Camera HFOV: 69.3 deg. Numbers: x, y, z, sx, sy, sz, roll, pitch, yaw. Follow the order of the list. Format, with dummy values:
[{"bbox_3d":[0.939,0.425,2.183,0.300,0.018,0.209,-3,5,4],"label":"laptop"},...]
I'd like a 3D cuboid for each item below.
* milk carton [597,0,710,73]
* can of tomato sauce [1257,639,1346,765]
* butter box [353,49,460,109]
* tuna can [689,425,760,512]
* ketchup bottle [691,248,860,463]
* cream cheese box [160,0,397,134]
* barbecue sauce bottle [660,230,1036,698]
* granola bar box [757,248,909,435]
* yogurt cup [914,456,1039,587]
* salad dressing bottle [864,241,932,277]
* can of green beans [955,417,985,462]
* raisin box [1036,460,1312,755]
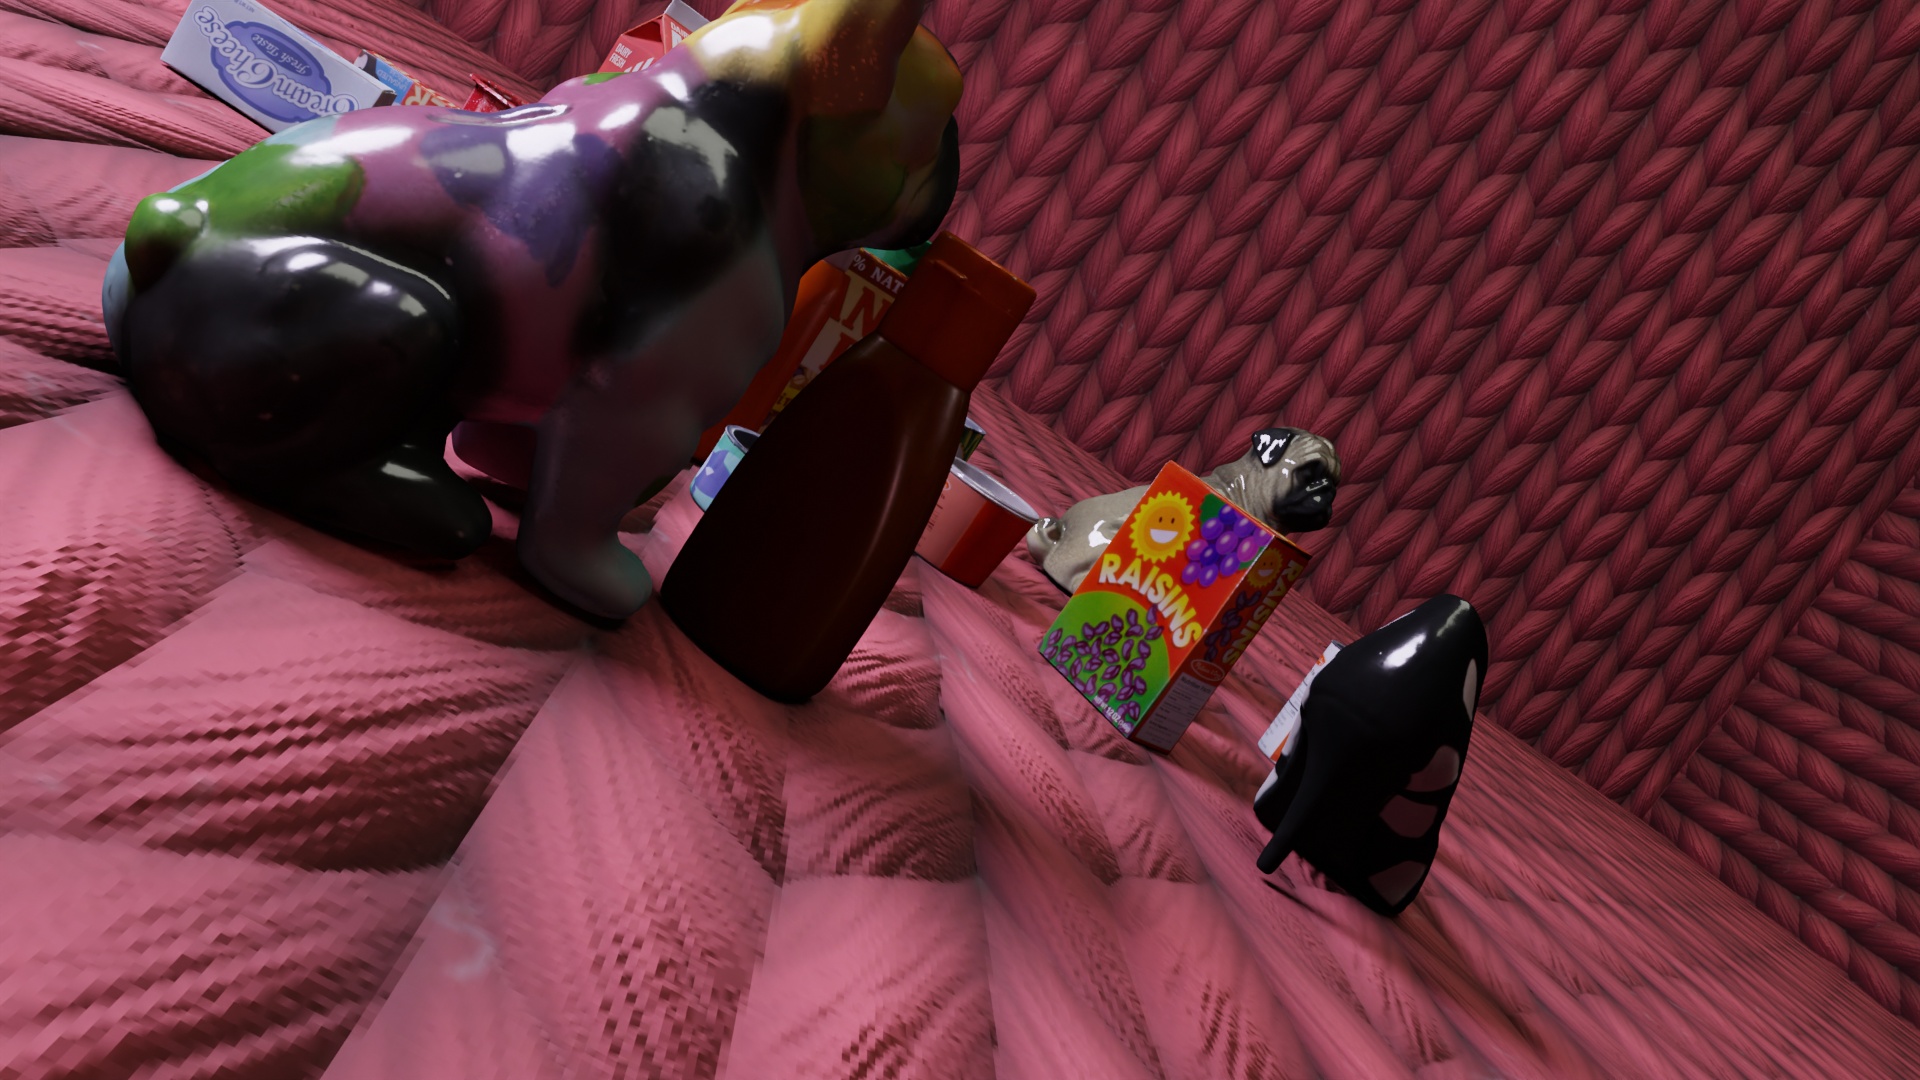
[{"bbox_3d":[-0.229,-0.288,0.993,0.072,0.190,0.073,24,13,-50],"label":"milk carton"},{"bbox_3d":[0.240,0.116,0.874,0.071,0.083,0.071,33,8,-5],"label":"can of tomato sauce"},{"bbox_3d":[-0.339,-0.257,0.875,0.103,0.053,0.024,32,9,-15],"label":"butter box"},{"bbox_3d":[-0.079,-0.017,0.598,0.071,0.032,0.071,33,9,-5],"label":"tuna can"},{"bbox_3d":[-0.089,-0.106,0.658,0.043,0.148,0.065,36,8,11],"label":"ketchup bottle"},{"bbox_3d":[-0.360,-0.245,0.737,0.104,0.053,0.024,33,8,-9],"label":"cream cheese box"},{"bbox_3d":[-0.032,-0.026,0.438,0.065,0.148,0.043,38,9,23],"label":"barbecue sauce bottle"},{"bbox_3d":[-0.079,-0.105,0.775,0.165,0.124,0.039,28,10,-36],"label":"granola bar box"},{"bbox_3d":[0.003,-0.010,0.788,0.072,0.054,0.072,33,9,-5],"label":"yogurt cup"},{"bbox_3d":[-0.070,-0.124,0.828,0.064,0.147,0.044,30,9,-25],"label":"salad dressing bottle"},{"bbox_3d":[-0.024,-0.073,1.015,0.071,0.057,0.071,33,9,-5],"label":"can of green beans"},{"bbox_3d":[0.107,0.033,0.707,0.040,0.123,0.086,27,11,-42],"label":"raisin box"}]
